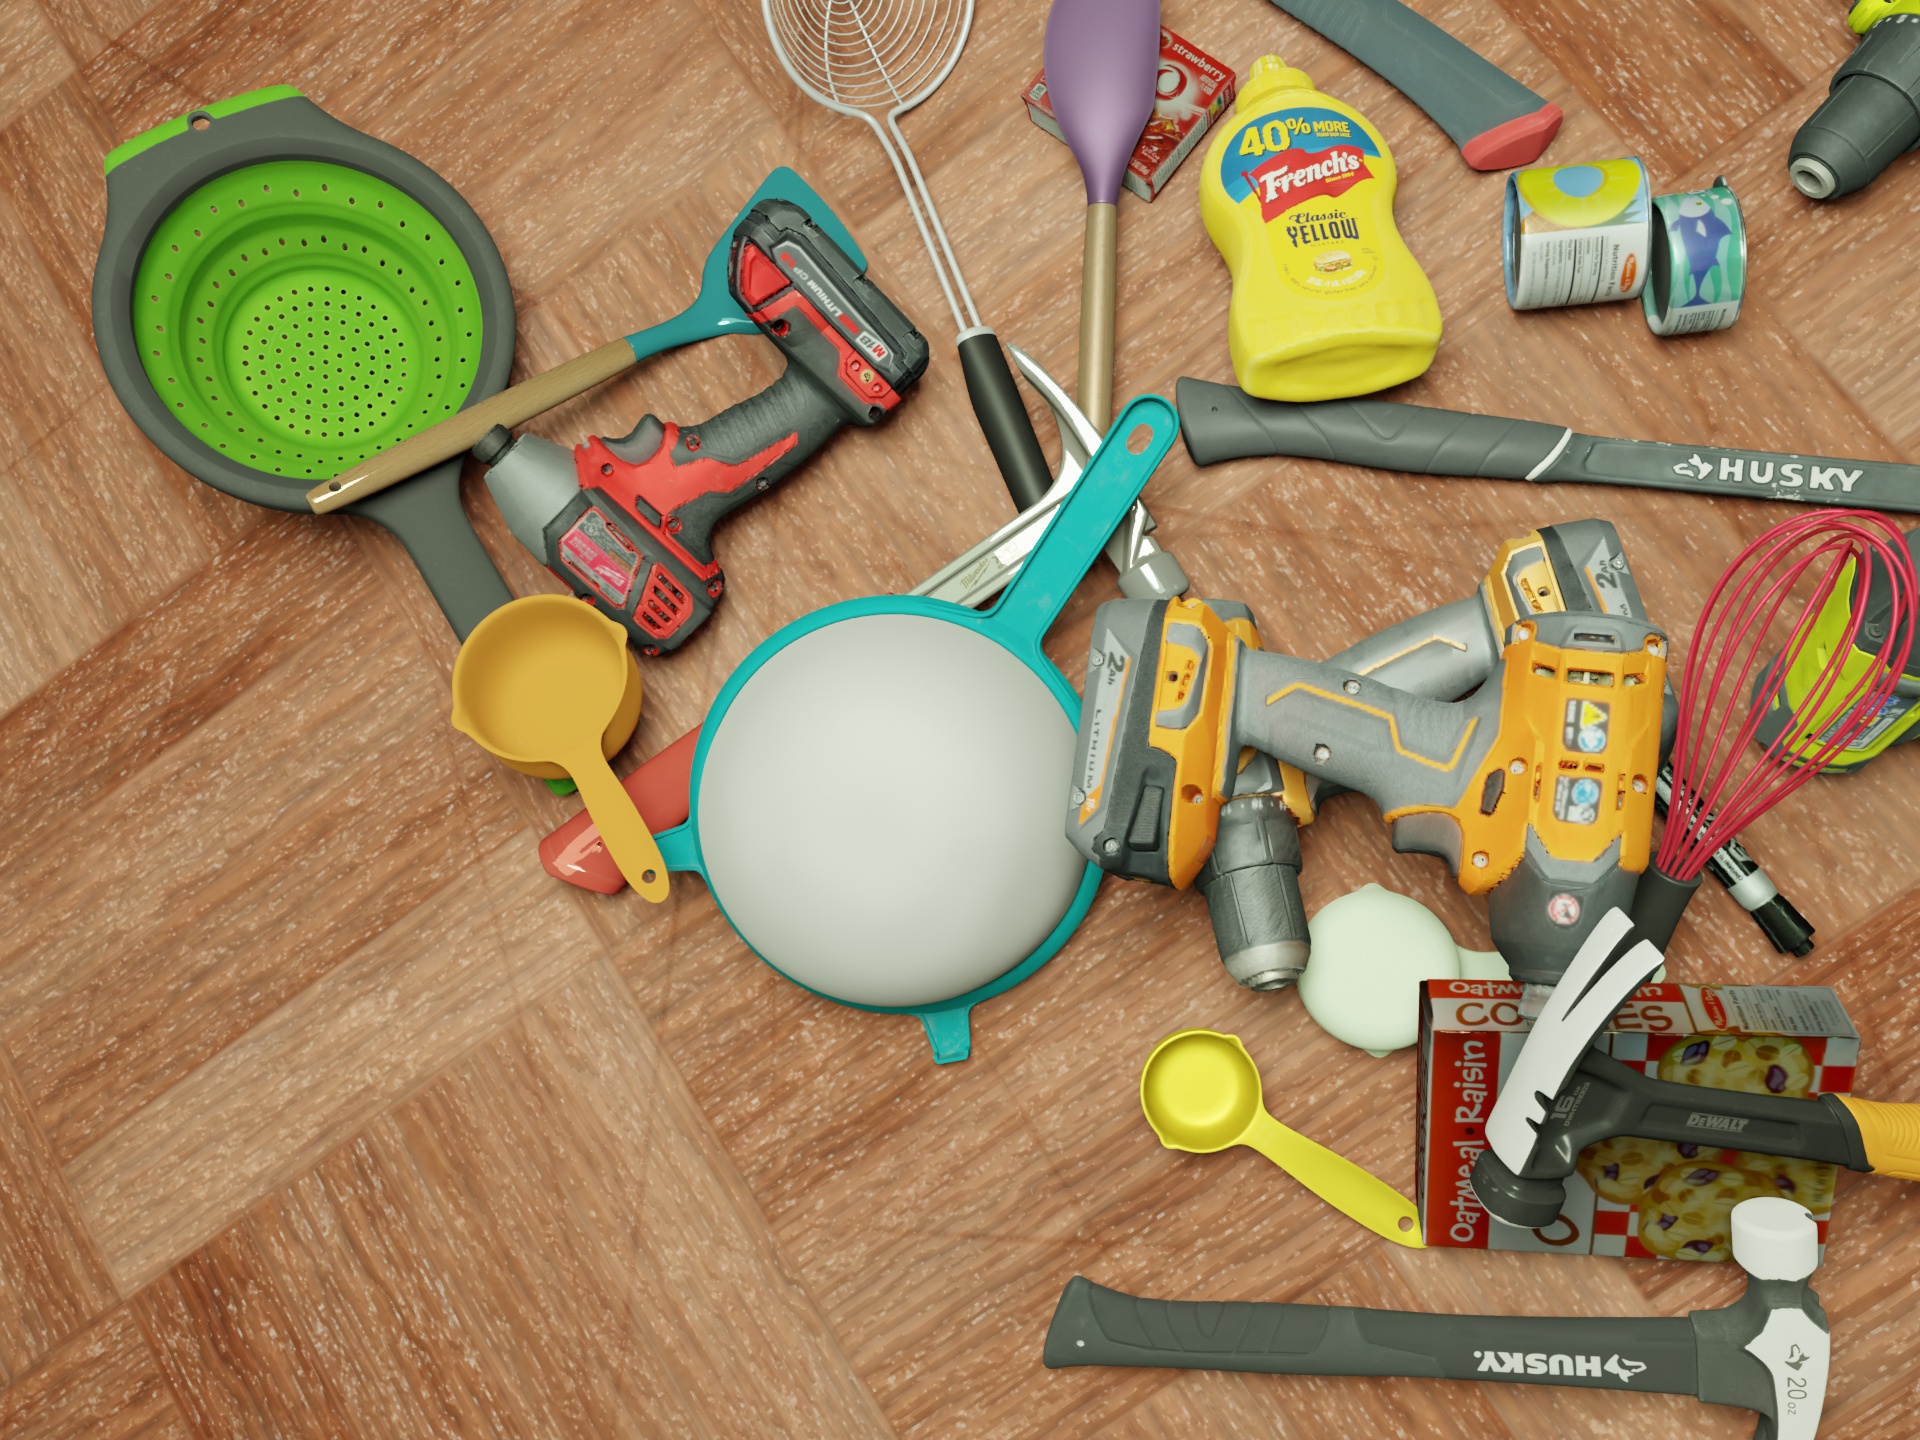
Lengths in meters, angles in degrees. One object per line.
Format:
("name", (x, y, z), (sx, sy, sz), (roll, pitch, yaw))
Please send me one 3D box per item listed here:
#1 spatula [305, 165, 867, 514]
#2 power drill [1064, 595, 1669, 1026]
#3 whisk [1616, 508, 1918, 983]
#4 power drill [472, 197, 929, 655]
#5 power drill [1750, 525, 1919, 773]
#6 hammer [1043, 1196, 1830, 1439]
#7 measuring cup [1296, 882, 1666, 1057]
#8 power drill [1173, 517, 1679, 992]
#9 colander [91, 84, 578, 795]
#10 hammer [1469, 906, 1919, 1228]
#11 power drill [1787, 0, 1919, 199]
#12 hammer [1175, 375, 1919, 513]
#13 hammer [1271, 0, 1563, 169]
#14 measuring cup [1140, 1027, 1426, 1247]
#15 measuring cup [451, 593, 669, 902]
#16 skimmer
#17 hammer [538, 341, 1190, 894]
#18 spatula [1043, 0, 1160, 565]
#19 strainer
("spatula", (-0.198, -0.192, 0.839), (0.317, 0.044, 0.082), (-33, 78, -21))
("power drill", (0.163, 0.032, 0.655), (0.226, 0.084, 0.164), (6, 81, 17))
("whisk", (0.305, 0.047, 0.659), (0.073, 0.073, 0.295), (22, 123, 14))
("power drill", (-0.134, -0.153, 0.813), (0.219, 0.079, 0.143), (-46, 110, 3))
("power drill", (0.467, -0.017, 0.645), (0.223, 0.171, 0.080), (11, 67, 9))
("hammer", (0.200, 0.283, 0.710), (0.335, 0.035, 0.146), (-4, 103, 17))
("measuring cup", (0.240, 0.116, 0.737), (0.167, 0.038, 0.083), (-2, 81, 14))
("power drill", (0.201, 0.015, 0.728), (0.226, 0.084, 0.185), (-14, 66, 12))
("colander", (-0.308, -0.136, 0.868), (0.204, 0.094, 0.397), (-30, 95, -17))
("hammer", (0.372, 0.159, 0.628), (0.336, 0.034, 0.127), (11, 113, -14))
("power drill", (0.409, -0.376, 0.758), (0.190, 0.080, 0.228), (-45, 79, 2))
("hammer", (0.305, -0.131, 0.764), (0.409, 0.036, 0.149), (9, 82, 13))
("hammer", (0.158, -0.421, 0.836), (0.386, 0.038, 0.143), (41, 90, 14))
("measuring cup", (0.155, 0.201, 0.756), (0.156, 0.029, 0.062), (33, 89, 3))
("measuring cup", (-0.183, 0.020, 0.791), (0.095, 0.052, 0.174), (-30, 74, -7))
("skimmer", (-0.003, -0.265, 0.819), (0.127, 0.090, 0.363), (-16, 80, -27))
("hammer", (-0.071, -0.031, 0.807), (0.359, 0.036, 0.149), (-34, 87, 10))
("spatula", (0.069, -0.237, 0.812), (0.060, 0.018, 0.316), (1, 88, 8))
("strainer", (-0.001, -0.002, 0.732), (0.211, 0.095, 0.340), (34, 102, 1))
